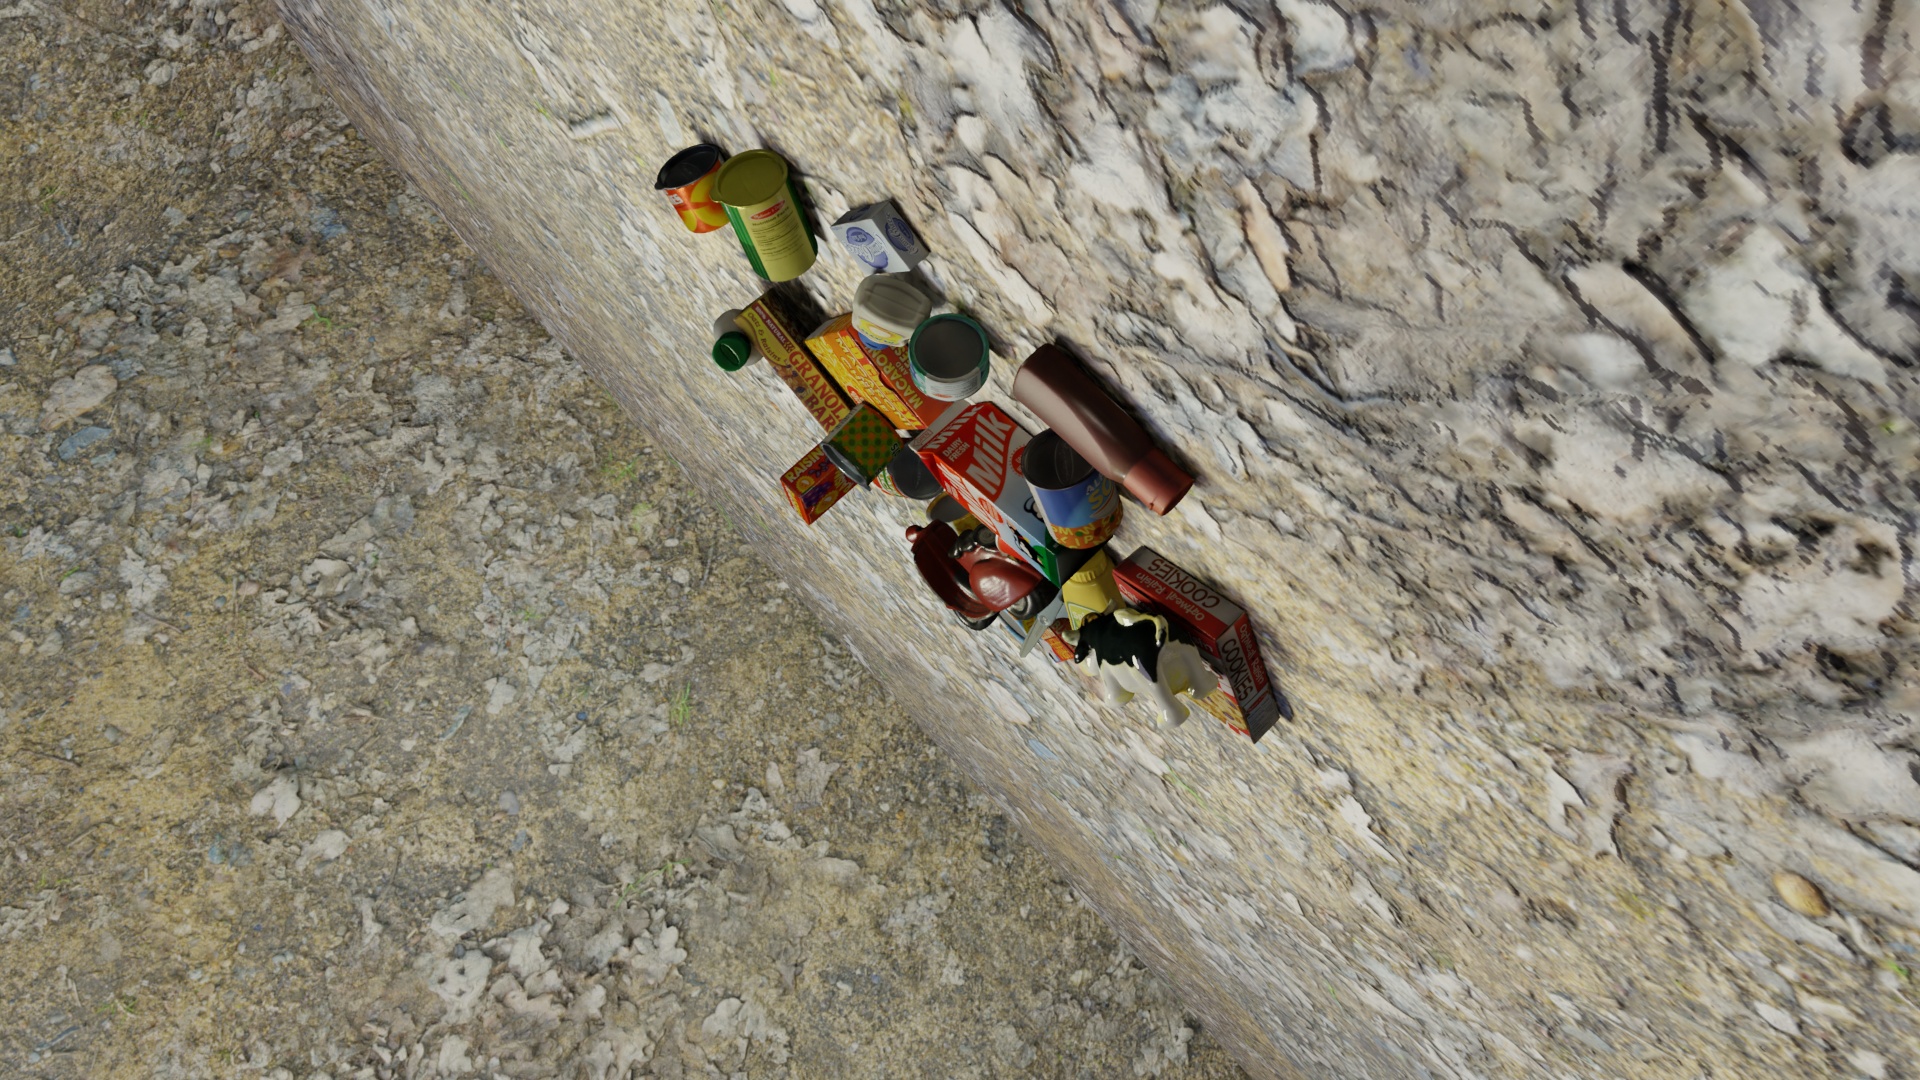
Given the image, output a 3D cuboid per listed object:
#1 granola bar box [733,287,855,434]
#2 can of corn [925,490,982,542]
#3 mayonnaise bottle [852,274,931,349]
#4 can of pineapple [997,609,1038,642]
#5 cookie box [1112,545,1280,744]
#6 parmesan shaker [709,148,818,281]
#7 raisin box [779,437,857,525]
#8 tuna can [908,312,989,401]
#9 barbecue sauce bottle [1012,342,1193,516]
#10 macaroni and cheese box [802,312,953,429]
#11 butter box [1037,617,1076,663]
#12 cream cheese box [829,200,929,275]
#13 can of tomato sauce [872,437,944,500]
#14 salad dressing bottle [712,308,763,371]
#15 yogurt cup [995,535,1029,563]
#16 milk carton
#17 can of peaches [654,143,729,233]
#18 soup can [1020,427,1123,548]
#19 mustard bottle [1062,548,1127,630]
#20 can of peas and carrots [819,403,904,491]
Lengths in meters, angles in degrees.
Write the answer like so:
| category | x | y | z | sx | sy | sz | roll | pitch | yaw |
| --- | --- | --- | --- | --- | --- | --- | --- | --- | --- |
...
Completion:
| category | x | y | z | sx | sy | sz | roll | pitch | yaw |
| --- | --- | --- | --- | --- | --- | --- | --- | --- | --- |
| granola bar box | -0.168 | -0.190 | 1.484 | 0.165 | 0.039 | 0.124 | 51 | -171 | -14 |
| can of corn | 0.005 | -0.018 | 1.467 | 0.071 | 0.071 | 0.058 | 30 | 153 | 51 |
| mayonnaise bottle | -0.065 | -0.193 | 1.202 | 0.065 | 0.041 | 0.148 | 23 | 176 | -8 |
| can of pineapple | 0.075 | 0.073 | 1.529 | 0.071 | 0.058 | 0.070 | 44 | 166 | 14 |
| cookie box | 0.205 | 0.092 | 1.208 | 0.123 | 0.040 | 0.166 | 35 | 162 | 41 |
| parmesan shaker | -0.174 | -0.286 | 1.236 | 0.071 | 0.071 | 0.102 | 40 | 165 | 27 |
| raisin box | -0.150 | -0.084 | 1.639 | 0.040 | 0.124 | 0.085 | 43 | 166 | 17 |
| tuna can | -0.009 | -0.151 | 1.127 | 0.071 | 0.071 | 0.032 | 44 | 165 | 16 |
| barbecue sauce bottle | 0.105 | -0.079 | 1.021 | 0.149 | 0.044 | 0.064 | 43 | 166 | 14 |
| macaroni and cheese box | -0.085 | -0.166 | 1.374 | 0.123 | 0.040 | 0.166 | 50 | 167 | -16 |
| butter box | 0.112 | 0.112 | 1.600 | 0.053 | 0.024 | 0.103 | 48 | 167 | 0 |
| cream cheese box | -0.066 | -0.243 | 1.125 | 0.053 | 0.024 | 0.104 | 51 | 167 | -21 |
| can of tomato sauce | -0.057 | -0.077 | 1.482 | 0.071 | 0.071 | 0.083 | 51 | 167 | -17 |
| salad dressing bottle | -0.238 | -0.211 | 1.482 | 0.064 | 0.044 | 0.148 | 50 | -171 | -15 |
| yogurt cup | 0.074 | -0.008 | 1.289 | 0.054 | 0.072 | 0.072 | 31 | 161 | 27 |
| milk carton | 0.042 | -0.052 | 1.233 | 0.191 | 0.072 | 0.073 | 42 | 166 | 23 |
| can of peaches | -0.250 | -0.336 | 1.333 | 0.071 | 0.071 | 0.058 | 35 | 163 | 42 |
| soup can | 0.094 | -0.043 | 1.118 | 0.071 | 0.071 | 0.083 | 37 | 164 | 38 |
| mustard bottle | 0.126 | 0.048 | 1.303 | 0.065 | 0.049 | 0.159 | 15 | 146 | 35 |
| can of peas and carrots | -0.097 | -0.095 | 1.407 | 0.071 | 0.059 | 0.070 | 40 | 168 | 10 |
